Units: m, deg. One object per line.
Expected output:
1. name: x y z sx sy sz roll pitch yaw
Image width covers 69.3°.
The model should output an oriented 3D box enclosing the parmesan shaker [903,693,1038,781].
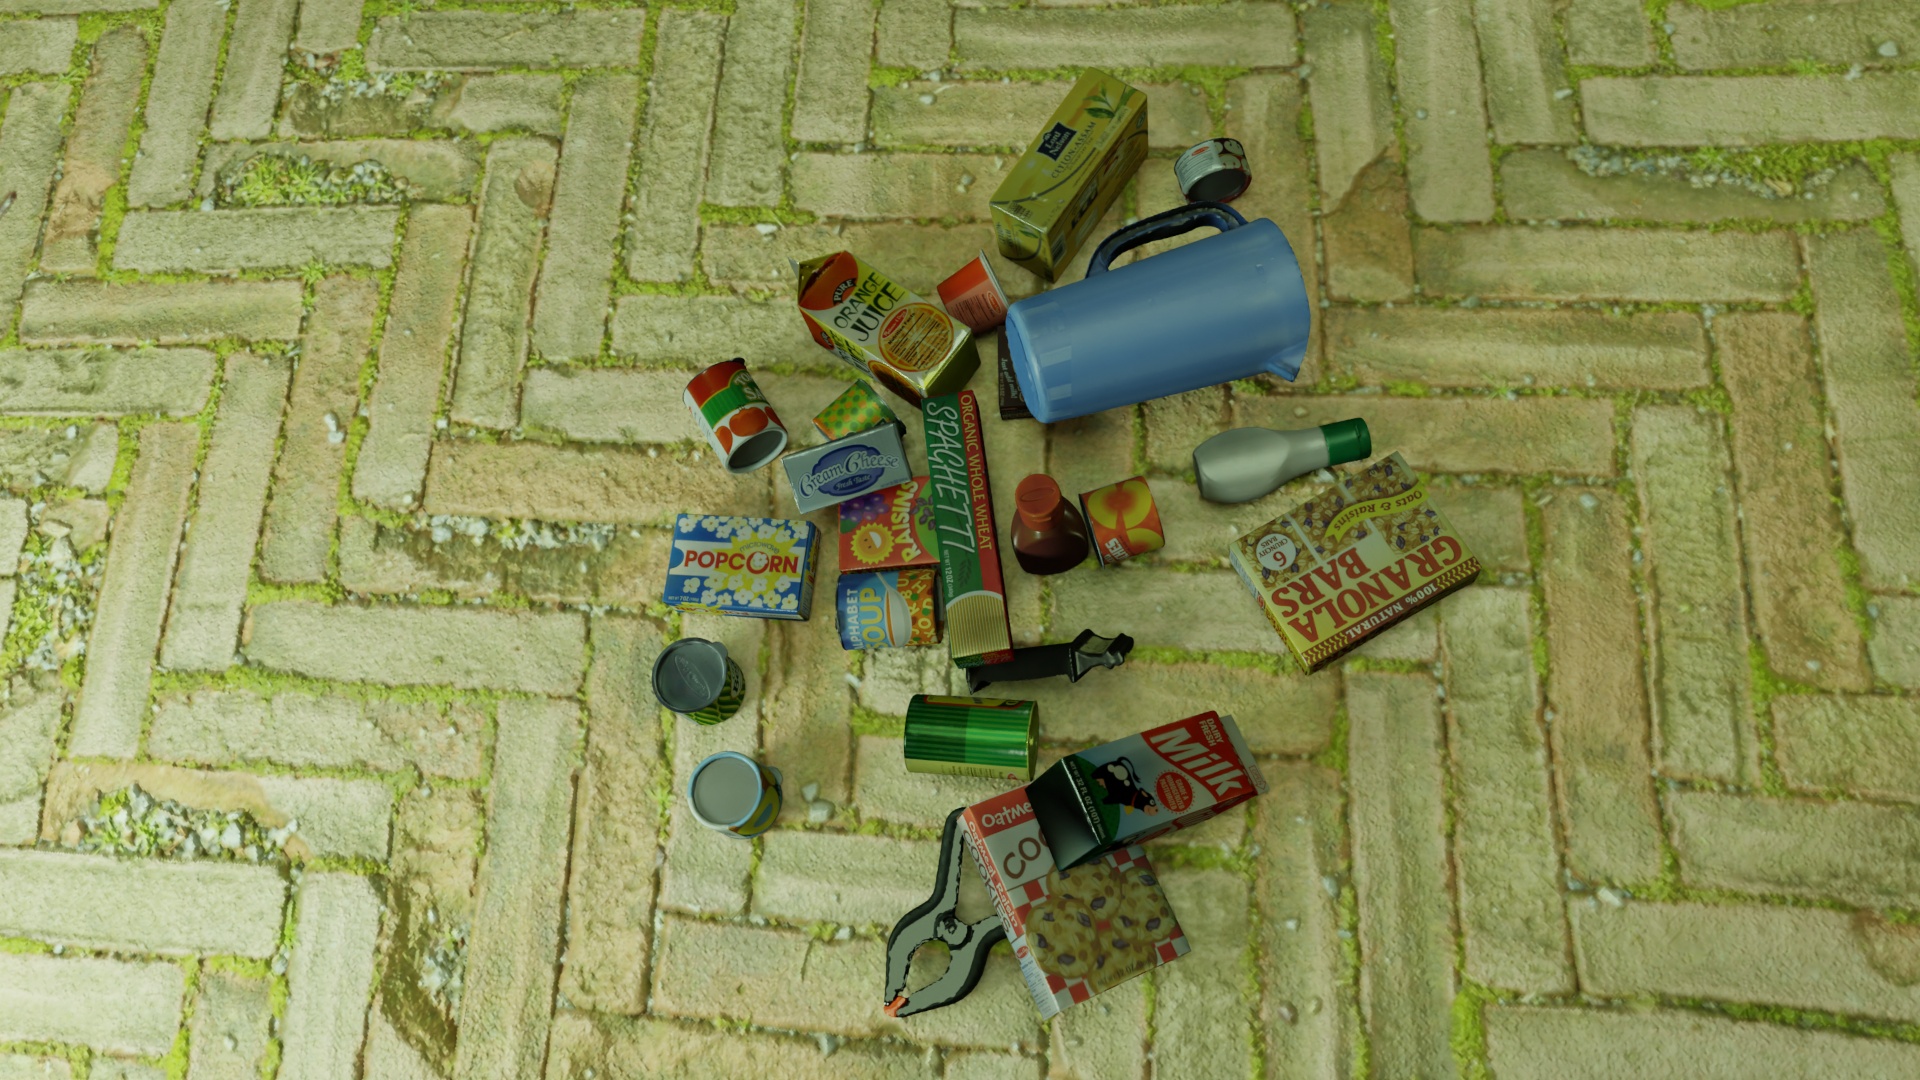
1. parmesan shaker: 0.009 0.161 1.142 0.103 0.071 0.071 3 72 9

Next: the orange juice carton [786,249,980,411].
1. orange juice carton: -0.080 -0.199 1.280 0.193 0.071 0.073 34 79 17

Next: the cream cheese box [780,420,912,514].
1. cream cheese box: -0.098 -0.063 1.207 0.104 0.024 0.053 -17 101 1

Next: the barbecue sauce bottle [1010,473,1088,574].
1. barbecue sauce bottle: 0.071 -0.013 1.152 0.065 0.148 0.044 -14 71 4

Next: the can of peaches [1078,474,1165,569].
1. can of peaches: 0.138 -0.015 1.187 0.058 0.071 0.071 -18 70 1

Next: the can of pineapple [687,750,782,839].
1. can of pineapple: -0.187 0.211 1.160 0.071 0.057 0.071 -3 71 8

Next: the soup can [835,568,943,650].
1. soup can: -0.060 0.060 1.188 0.084 0.071 0.071 -4 71 7

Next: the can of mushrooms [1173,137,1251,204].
1. can of mushrooms: 0.236 -0.339 1.288 0.071 0.071 0.033 -14 70 3

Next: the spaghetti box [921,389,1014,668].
1. spaghetti box: 0.004 -0.015 1.180 0.050 0.028 0.251 -10 65 5

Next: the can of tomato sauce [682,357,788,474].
1. can of tomato sauce: -0.204 -0.114 1.272 0.071 0.071 0.083 -33 70 -4

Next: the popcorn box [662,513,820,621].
1. popcorn box: -0.193 0.024 1.237 0.127 0.038 0.085 3 73 9

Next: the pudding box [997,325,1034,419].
1. pudding box: 0.059 -0.154 1.266 0.050 0.030 0.084 -3 71 6

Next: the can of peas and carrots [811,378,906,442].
1. can of peas and carrots: -0.090 -0.101 1.250 0.059 0.070 0.071 -42 71 -6

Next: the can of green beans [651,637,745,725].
1. can of green beans: -0.225 0.122 1.197 0.071 0.057 0.071 -3 71 8

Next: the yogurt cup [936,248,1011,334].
1. yogurt cup: 0.013 -0.223 1.280 0.054 0.072 0.072 -27 69 7

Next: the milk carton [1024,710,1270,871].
1. milk carton: 0.155 0.190 1.087 0.191 0.073 0.072 -12 67 -30

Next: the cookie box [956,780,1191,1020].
1. cookie box: 0.086 0.268 1.086 0.123 0.040 0.168 -15 67 -25

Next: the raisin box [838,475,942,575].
1. raisin box: -0.044 -0.012 1.227 0.123 0.040 0.086 -5 70 6

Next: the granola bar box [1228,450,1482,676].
1. granola bar box: 0.327 0.019 1.162 0.166 0.039 0.124 -29 69 -2

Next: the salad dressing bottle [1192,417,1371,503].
1. salad dressing bottle: 0.277 -0.073 1.199 0.148 0.044 0.064 -12 68 3
